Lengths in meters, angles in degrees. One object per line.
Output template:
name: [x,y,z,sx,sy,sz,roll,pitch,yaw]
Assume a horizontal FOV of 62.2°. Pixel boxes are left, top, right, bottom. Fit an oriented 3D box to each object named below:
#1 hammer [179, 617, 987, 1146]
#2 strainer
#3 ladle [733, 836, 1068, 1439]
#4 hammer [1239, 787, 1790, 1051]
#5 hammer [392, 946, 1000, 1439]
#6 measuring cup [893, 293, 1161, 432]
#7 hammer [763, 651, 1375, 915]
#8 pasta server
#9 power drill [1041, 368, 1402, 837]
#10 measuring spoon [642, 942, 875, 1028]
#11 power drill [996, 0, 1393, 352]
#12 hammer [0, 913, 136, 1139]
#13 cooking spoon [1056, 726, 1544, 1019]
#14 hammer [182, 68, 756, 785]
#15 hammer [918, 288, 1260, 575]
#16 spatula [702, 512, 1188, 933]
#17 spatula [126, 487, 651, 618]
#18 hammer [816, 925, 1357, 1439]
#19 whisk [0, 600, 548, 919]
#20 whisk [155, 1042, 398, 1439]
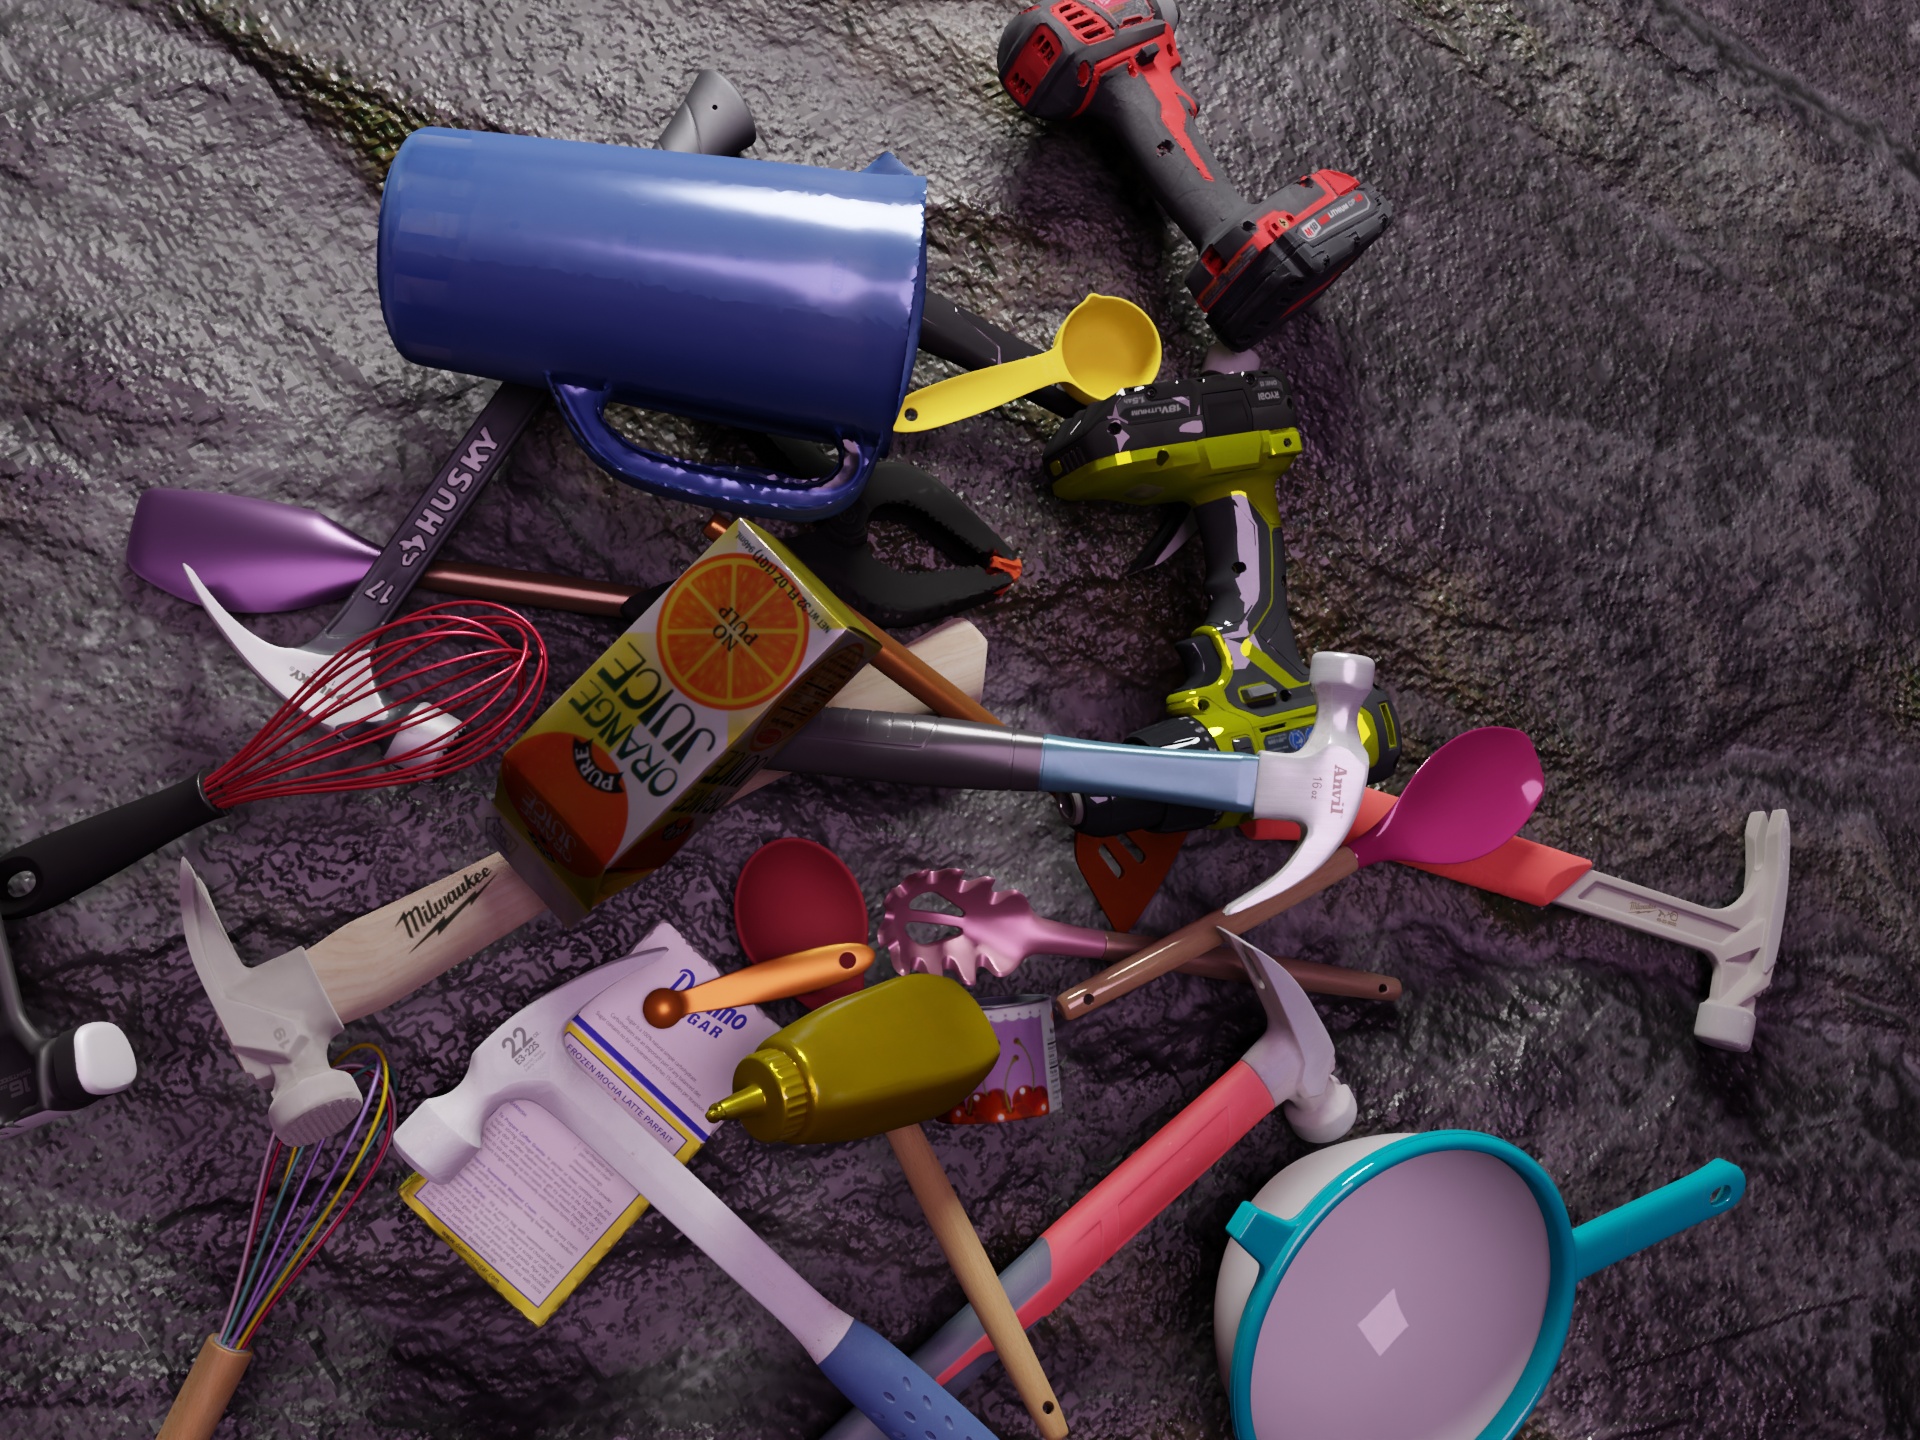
hammer: [-0.166,0.041,0.789,0.410,0.038,0.146,-28,66,-22]
strainer: [0.265,0.282,0.850,0.340,0.095,0.211,-13,106,-23]
ladle: [-0.027,0.200,0.781,0.069,0.031,0.316,-22,72,-23]
hammer: [0.322,0.076,0.926,0.359,0.036,0.149,18,78,-12]
hammer: [-0.062,0.276,0.737,0.405,0.035,0.144,44,79,-4]
measuring cup: [0.031,-0.179,0.845,0.156,0.029,0.062,-20,91,-10]
hammer: [0.025,0.017,0.762,0.331,0.033,0.128,6,87,5]
pasta server: [0.103,0.126,0.851,0.316,0.040,0.060,11,89,-18]
power drill: [0.120,-0.055,0.828,0.190,0.080,0.228,-12,88,-23]
measuring spoon: [-0.096,0.128,0.774,0.117,0.011,0.021,-12,81,-17]
power drill: [0.134,-0.329,0.905,0.219,0.078,0.143,49,51,2]
hammer: [-0.463,0.022,0.711,0.127,0.034,0.337,-21,80,14]
cooking spoon: [0.189,0.085,0.859,0.319,0.017,0.068,-24,98,-17]
hammer: [-0.222,-0.175,0.807,0.149,0.036,0.409,30,72,-4]
hammer: [0.005,-0.200,0.863,0.334,0.035,0.146,22,77,-18]
spatula: [-0.001,-0.003,0.815,0.322,0.041,0.081,37,76,-19]
spatula: [-0.249,-0.069,0.803,0.315,0.018,0.060,7,76,-13]
hammer: [0.036,0.270,0.800,0.386,0.038,0.143,-38,119,-14]
whisk: [-0.316,0.025,0.710,0.296,0.073,0.073,-24,89,8]
whisk: [-0.324,0.263,0.729,0.047,0.051,0.245,23,80,11]
